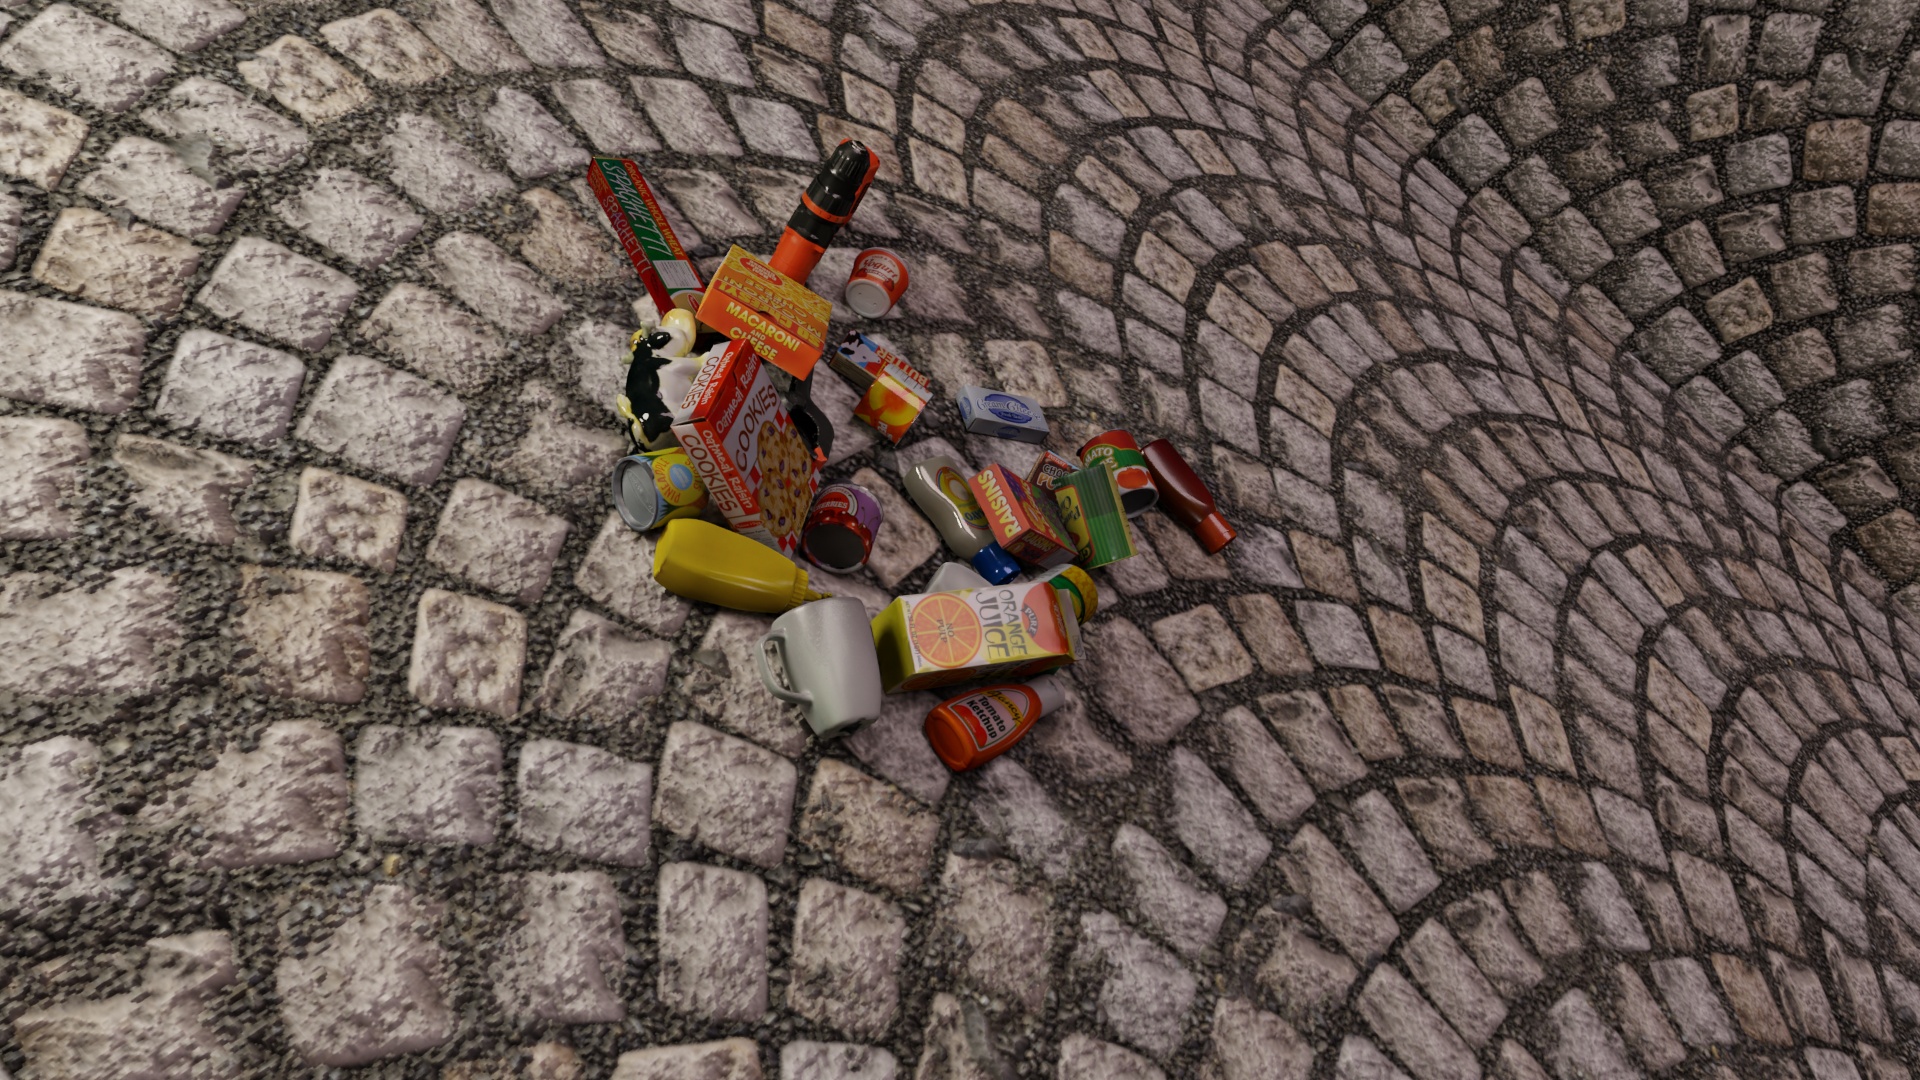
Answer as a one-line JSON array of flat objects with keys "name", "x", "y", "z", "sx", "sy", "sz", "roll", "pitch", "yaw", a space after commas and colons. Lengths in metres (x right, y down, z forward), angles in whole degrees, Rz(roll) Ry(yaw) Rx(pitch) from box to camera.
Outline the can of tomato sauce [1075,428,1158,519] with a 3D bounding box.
[{"name": "can of tomato sauce", "x": 0.179, "y": -0.074, "z": 1.578, "sx": 0.071, "sy": 0.071, "sz": 0.083, "roll": 4, "pitch": 52, "yaw": -36}]

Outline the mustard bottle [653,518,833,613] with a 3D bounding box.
[{"name": "mustard bottle", "x": -0.185, "y": 0.032, "z": 1.209, "sx": 0.160, "sy": 0.048, "sz": 0.065, "roll": 20, "pitch": 44, "yaw": -23}]

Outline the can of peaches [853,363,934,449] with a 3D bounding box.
[{"name": "can of peaches", "x": -0.071, "y": -0.140, "z": 1.446, "sx": 0.058, "sy": 0.071, "sz": 0.071, "roll": 37, "pitch": 40, "yaw": -4}]

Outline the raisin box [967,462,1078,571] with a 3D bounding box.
[{"name": "raisin box", "x": 0.065, "y": -0.022, "z": 1.424, "sx": 0.123, "sy": 0.040, "sz": 0.086, "roll": 26, "pitch": 34, "yaw": -60}]

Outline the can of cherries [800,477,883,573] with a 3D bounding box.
[{"name": "can of cherries", "x": -0.111, "y": -0.013, "z": 1.292, "sx": 0.071, "sy": 0.071, "sz": 0.059, "roll": 30, "pitch": 41, "yaw": -13}]

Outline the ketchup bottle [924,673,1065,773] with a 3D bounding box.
[{"name": "ketchup bottle", "x": 0.037, "y": 0.160, "z": 1.267, "sx": 0.149, "sy": 0.043, "sz": 0.065, "roll": -18, "pitch": 65, "yaw": -46}]

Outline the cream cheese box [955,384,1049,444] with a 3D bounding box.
[{"name": "cream cheese box", "x": 0.047, "y": -0.143, "z": 1.571, "sx": 0.104, "sy": 0.024, "sz": 0.053, "roll": 7, "pitch": 48, "yaw": -34}]

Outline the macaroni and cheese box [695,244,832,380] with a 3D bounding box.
[{"name": "macaroni and cheese box", "x": -0.195, "y": -0.234, "z": 1.406, "sx": 0.123, "sy": 0.040, "sz": 0.167, "roll": 30, "pitch": 21, "yaw": -15}]

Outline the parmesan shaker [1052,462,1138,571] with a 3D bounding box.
[{"name": "parmesan shaker", "x": 0.142, "y": -0.025, "z": 1.478, "sx": 0.071, "sy": 0.071, "sz": 0.103, "roll": -15, "pitch": 87, "yaw": -45}]

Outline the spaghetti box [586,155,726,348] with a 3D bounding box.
[{"name": "spaghetti box", "x": -0.314, "y": -0.299, "z": 1.430, "sx": 0.050, "sy": 0.028, "sz": 0.251, "roll": -10, "pitch": 60, "yaw": -43}]

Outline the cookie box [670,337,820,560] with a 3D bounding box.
[{"name": "cookie box", "x": -0.187, "y": -0.078, "z": 1.242, "sx": 0.123, "sy": 0.040, "sz": 0.166, "roll": -76, "pitch": 150, "yaw": -47}]

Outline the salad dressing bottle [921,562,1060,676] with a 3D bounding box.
[{"name": "salad dressing bottle", "x": 0.033, "y": 0.080, "z": 1.339, "sx": 0.147, "sy": 0.043, "sz": 0.064, "roll": 35, "pitch": 44, "yaw": -7}]

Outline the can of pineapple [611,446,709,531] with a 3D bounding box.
[{"name": "can of pineapple", "x": -0.259, "y": -0.046, "z": 1.206, "sx": 0.058, "sy": 0.070, "sz": 0.071, "roll": -17, "pitch": 65, "yaw": -46}]

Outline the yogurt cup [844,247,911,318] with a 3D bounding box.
[{"name": "yogurt cup", "x": -0.096, "y": -0.287, "z": 1.565, "sx": 0.072, "sy": 0.072, "sz": 0.054, "roll": 31, "pitch": 48, "yaw": -11}]

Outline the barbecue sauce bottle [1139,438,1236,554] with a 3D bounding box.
[{"name": "barbecue sauce bottle", "x": 0.267, "y": -0.052, "z": 1.644, "sx": 0.065, "sy": 0.043, "sz": 0.149, "roll": -23, "pitch": 70, "yaw": -47}]

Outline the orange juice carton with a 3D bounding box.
[{"name": "orange juice carton", "x": 0.024, "y": 0.086, "z": 1.263, "sx": 0.193, "sy": 0.072, "sz": 0.072, "roll": -5, "pitch": 72, "yaw": -26}]

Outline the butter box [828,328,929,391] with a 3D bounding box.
[{"name": "butter box", "x": -0.087, "y": -0.181, "z": 1.502, "sx": 0.103, "sy": 0.024, "sz": 0.053, "roll": 33, "pitch": 41, "yaw": -8}]

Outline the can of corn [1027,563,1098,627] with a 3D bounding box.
[{"name": "can of corn", "x": 0.097, "y": 0.065, "z": 1.386, "sx": 0.071, "sy": 0.070, "sz": 0.058, "roll": 49, "pitch": 40, "yaw": 11}]

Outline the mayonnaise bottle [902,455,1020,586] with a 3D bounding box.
[{"name": "mayonnaise bottle", "x": 0.005, "y": -0.018, "z": 1.408, "sx": 0.065, "sy": 0.041, "sz": 0.148, "roll": -18, "pitch": 66, "yaw": -49}]

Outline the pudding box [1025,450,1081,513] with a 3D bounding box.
[{"name": "pudding box", "x": 0.116, "y": -0.057, "z": 1.523, "sx": 0.083, "sy": 0.030, "sz": 0.050, "roll": 31, "pitch": 79, "yaw": -11}]
